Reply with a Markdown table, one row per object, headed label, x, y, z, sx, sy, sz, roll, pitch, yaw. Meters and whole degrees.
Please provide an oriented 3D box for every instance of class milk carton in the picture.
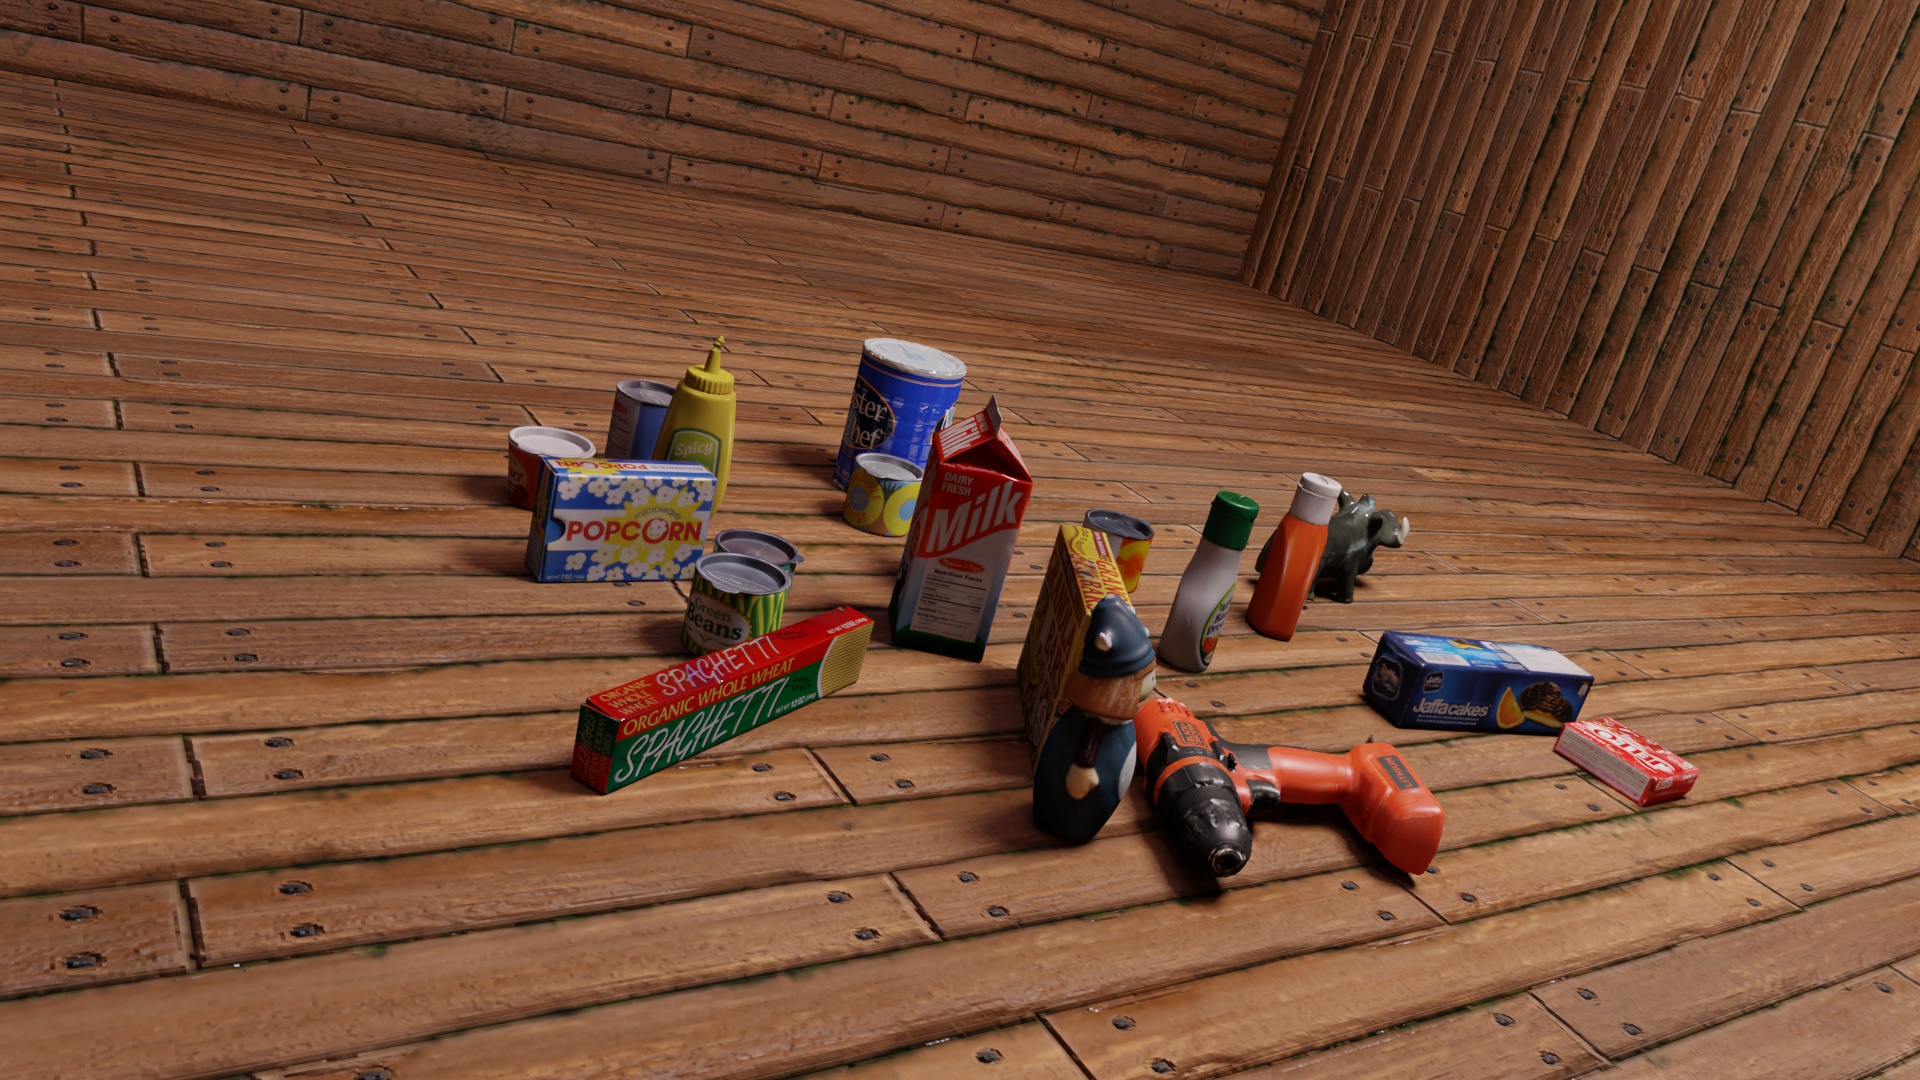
| label | x | y | z | sx | sy | sz | roll | pitch | yaw |
| --- | --- | --- | --- | --- | --- | --- | --- | --- | --- |
| milk carton | 0.003 | -0.013 | 1.050 | 0.073 | 0.189 | 0.072 | 12 | 19 | -10 |

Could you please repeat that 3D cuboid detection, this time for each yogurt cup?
| label | x | y | z | sx | sy | sz | roll | pitch | yaw |
| --- | --- | --- | --- | --- | --- | --- | --- | --- | --- |
| yogurt cup | -0.333 | -0.056 | 1.121 | 0.072 | 0.053 | 0.072 | 14 | 19 | -5 |

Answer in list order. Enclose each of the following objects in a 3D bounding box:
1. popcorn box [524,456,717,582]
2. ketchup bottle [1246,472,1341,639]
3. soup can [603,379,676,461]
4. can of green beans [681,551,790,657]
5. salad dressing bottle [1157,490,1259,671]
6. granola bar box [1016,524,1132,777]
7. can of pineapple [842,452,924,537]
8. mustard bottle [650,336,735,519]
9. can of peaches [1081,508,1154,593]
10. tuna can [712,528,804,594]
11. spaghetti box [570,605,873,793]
| label | x | y | z | sx | sy | sz | roll | pitch | yaw |
| --- | --- | --- | --- | --- | --- | --- | --- | --- | --- |
| popcorn box | -0.249 | -0.015 | 1.024 | 0.127 | 0.085 | 0.038 | 0 | 24 | -37 |
| ketchup bottle | 0.305 | 0.013 | 1.267 | 0.043 | 0.148 | 0.065 | 13 | 19 | -6 |
| soup can | -0.272 | -0.091 | 1.215 | 0.071 | 0.083 | 0.071 | 14 | 19 | -5 |
| can of green beans | -0.157 | 0.047 | 0.965 | 0.071 | 0.057 | 0.071 | 14 | 19 | -5 |
| salad dressing bottle | 0.204 | 0.033 | 1.138 | 0.044 | 0.147 | 0.064 | 24 | 21 | 24 |
| granola bar box | 0.079 | 0.075 | 0.966 | 0.039 | 0.123 | 0.166 | 13 | 20 | -7 |
| can of pineapple | -0.072 | -0.042 | 1.270 | 0.071 | 0.057 | 0.071 | 14 | 19 | -5 |
| mustard bottle | -0.217 | -0.092 | 1.146 | 0.065 | 0.159 | 0.049 | 11 | 20 | -13 |
| can of peaches | 0.142 | 0.010 | 1.288 | 0.071 | 0.057 | 0.071 | 14 | 19 | -5 |
| tuna can | -0.158 | 0.019 | 1.077 | 0.071 | 0.032 | 0.071 | 14 | 20 | -5 |
| spaghetti box | -0.139 | 0.093 | 0.866 | 0.029 | 0.050 | 0.251 | 25 | 22 | 25 |
